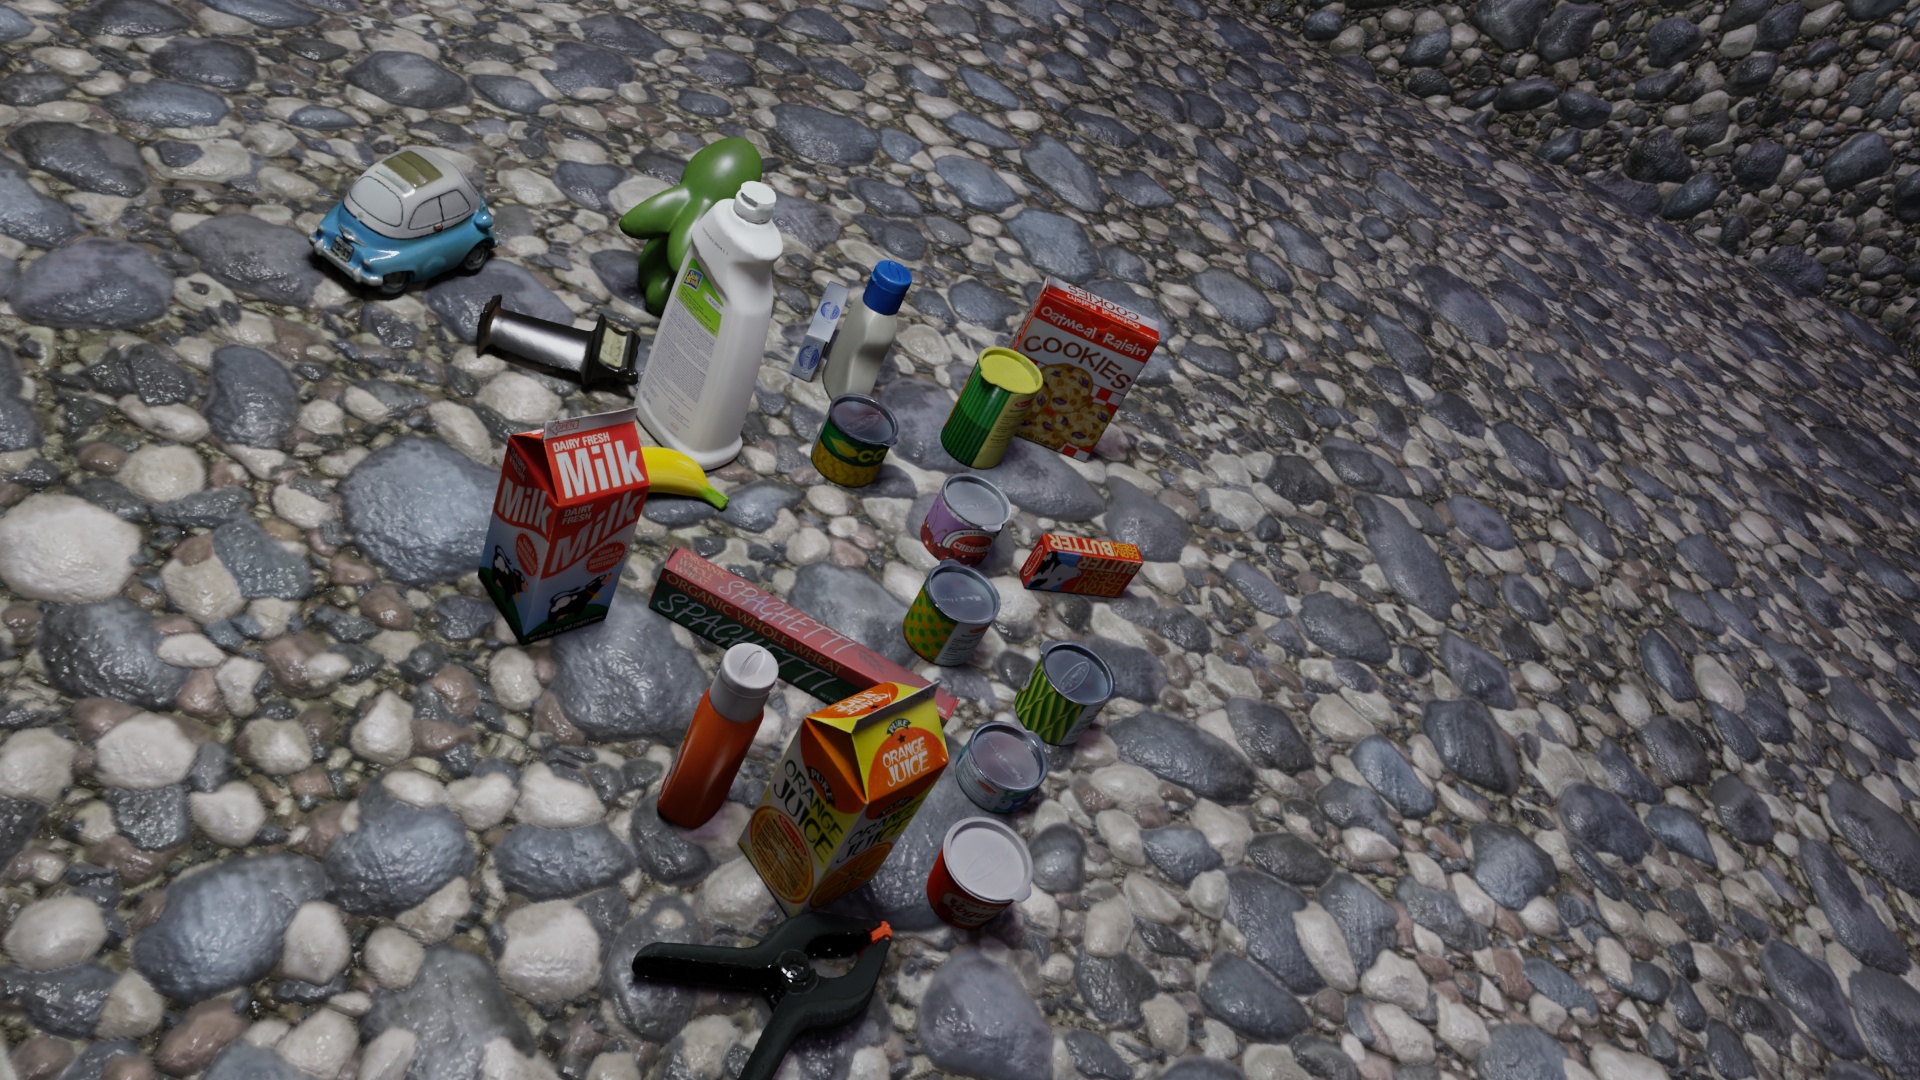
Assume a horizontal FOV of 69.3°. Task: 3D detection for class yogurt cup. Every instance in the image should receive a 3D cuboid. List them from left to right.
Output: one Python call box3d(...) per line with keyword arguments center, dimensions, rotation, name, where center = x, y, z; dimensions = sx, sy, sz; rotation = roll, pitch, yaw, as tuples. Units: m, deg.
box3d(center=(0.011, 0.238, 0.985), dimensions=(0.072, 0.053, 0.073), rotation=(17, 41, -15), name="yogurt cup")

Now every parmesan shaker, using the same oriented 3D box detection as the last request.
box3d(center=(0.027, -0.127, 1.344), dimensions=(0.071, 0.102, 0.072), rotation=(17, 41, -15), name="parmesan shaker")

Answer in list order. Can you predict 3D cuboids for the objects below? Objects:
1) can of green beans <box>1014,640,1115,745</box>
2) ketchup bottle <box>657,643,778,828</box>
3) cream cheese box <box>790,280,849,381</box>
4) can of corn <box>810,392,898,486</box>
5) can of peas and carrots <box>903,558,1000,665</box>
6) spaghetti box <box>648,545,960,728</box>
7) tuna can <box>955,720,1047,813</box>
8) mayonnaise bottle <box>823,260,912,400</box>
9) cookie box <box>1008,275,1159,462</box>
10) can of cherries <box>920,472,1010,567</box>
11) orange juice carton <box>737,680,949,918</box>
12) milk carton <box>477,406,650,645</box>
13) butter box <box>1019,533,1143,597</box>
box3d(center=(0.085, 0.126, 1.146), dimensions=(0.071, 0.057, 0.071), rotation=(17, 41, -15), name="can of green beans")
box3d(center=(-0.159, 0.128, 0.926), dimensions=(0.043, 0.148, 0.065), rotation=(29, 39, -1), name="ketchup bottle")
box3d(center=(-0.138, -0.207, 1.369), dimensions=(0.024, 0.053, 0.104), rotation=(23, 40, -9), name="cream cheese box")
box3d(center=(-0.095, -0.090, 1.266), dimensions=(0.071, 0.058, 0.071), rotation=(17, 41, -15), name="can of corn")
box3d(center=(-0.009, 0.060, 1.159), dimensions=(0.071, 0.058, 0.071), rotation=(17, 41, -15), name="can of peas and carrots")
box3d(center=(-0.122, 0.085, 1.071), dimensions=(0.250, 0.050, 0.029), rotation=(28, 39, -1), name="spaghetti box")
box3d(center=(0.033, 0.175, 1.082), dimensions=(0.071, 0.032, 0.071), rotation=(17, 41, -15), name="tuna can")
box3d(center=(-0.088, -0.196, 1.313), dimensions=(0.041, 0.147, 0.065), rotation=(2, 46, -29), name="mayonnaise bottle")
box3d(center=(0.106, -0.168, 1.384), dimensions=(0.123, 0.166, 0.040), rotation=(21, 40, -11), name="cookie box")
box3d(center=(0.004, -0.016, 1.247), dimensions=(0.071, 0.058, 0.072), rotation=(17, 41, -15), name="can of cherries")
box3d(center=(-0.073, 0.161, 0.908), dimensions=(0.072, 0.191, 0.073), rotation=(-18, 59, -42), name="orange juice carton")
box3d(center=(-0.278, -0.020, 0.979), dimensions=(0.072, 0.189, 0.073), rotation=(-18, 58, -42), name="milk carton")
box3d(center=(0.111, 0.024, 1.274), dimensions=(0.103, 0.052, 0.024), rotation=(7, 45, -25), name="butter box")
